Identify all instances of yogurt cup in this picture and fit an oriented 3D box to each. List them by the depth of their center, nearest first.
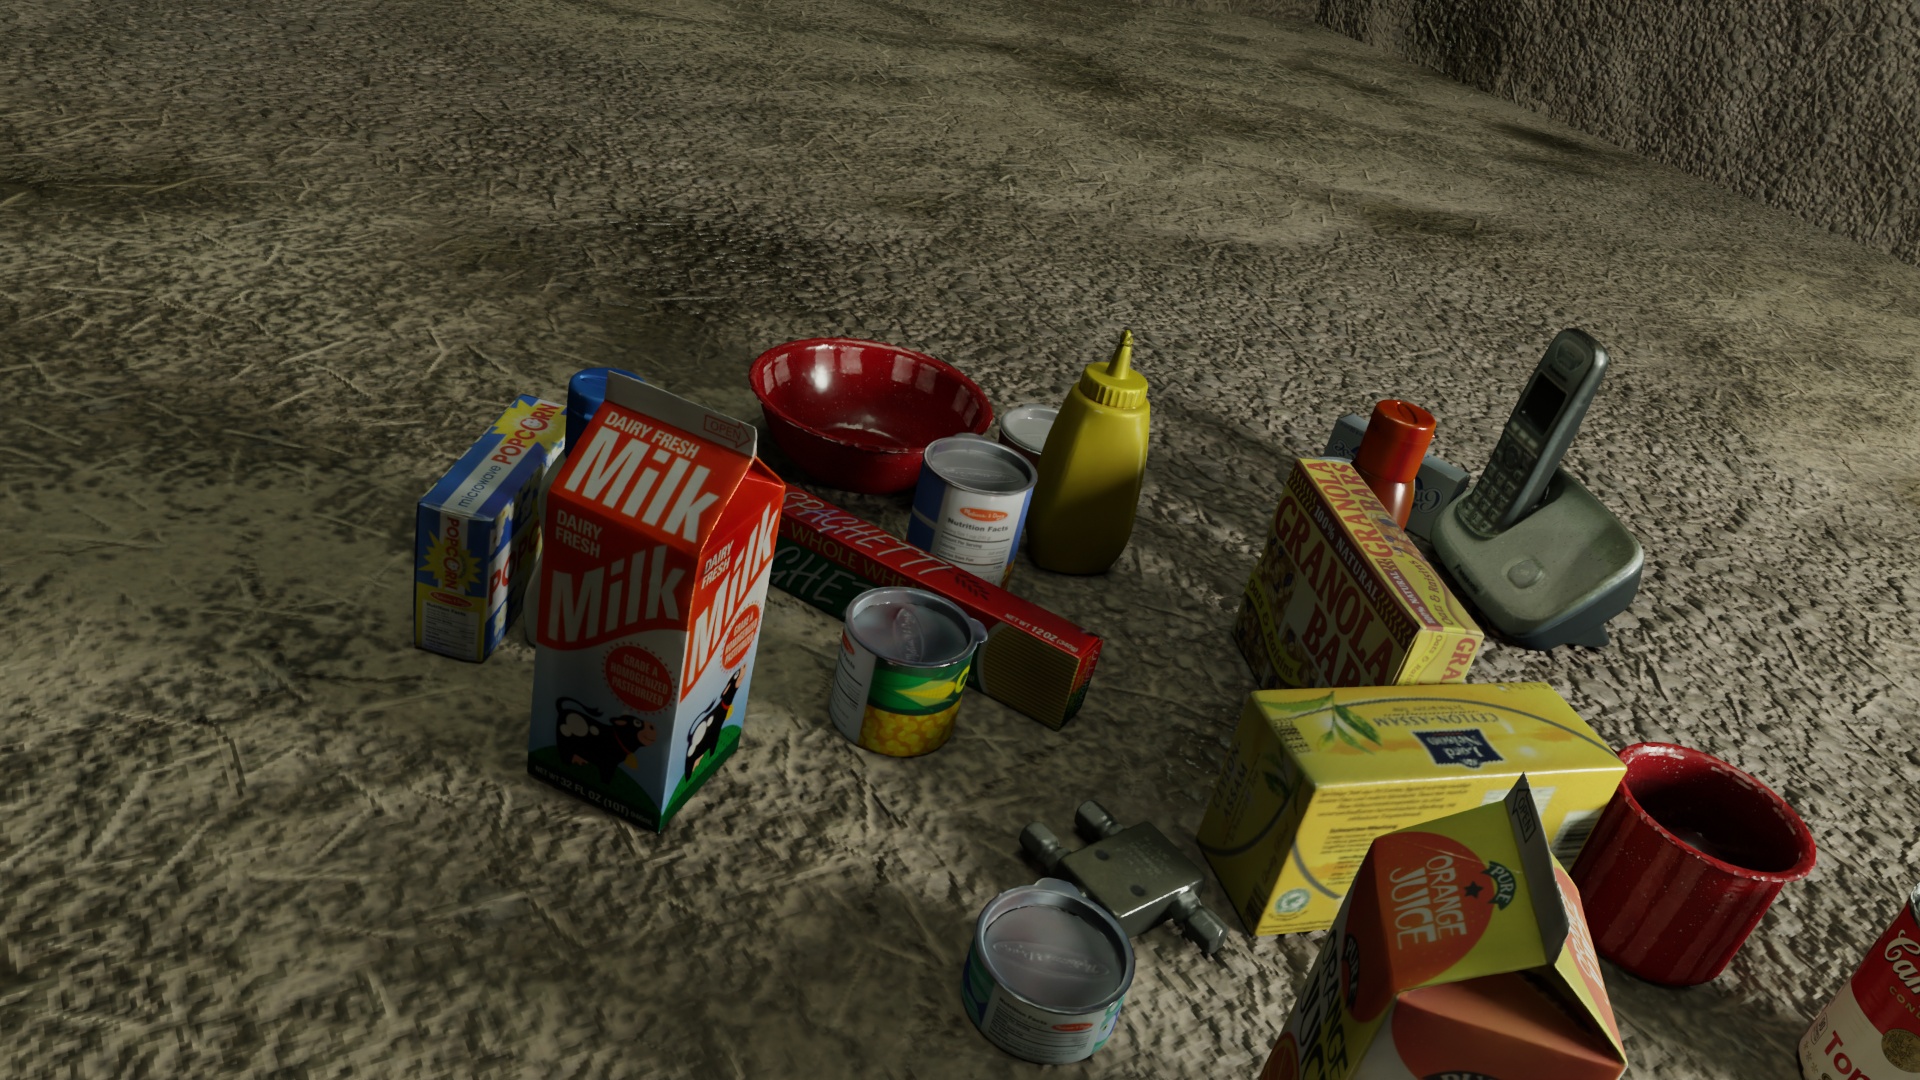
[{"bbox_3d":[0.054,-0.051,0.925,0.072,0.053,0.073,10,30,-6],"label":"yogurt cup"}]

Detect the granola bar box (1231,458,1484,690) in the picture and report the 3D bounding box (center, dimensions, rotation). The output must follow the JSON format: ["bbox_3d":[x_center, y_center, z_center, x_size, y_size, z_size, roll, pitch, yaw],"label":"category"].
[{"bbox_3d":[0.206,0.049,0.751,0.039,0.123,0.166,5,31,-14],"label":"granola bar box"}]

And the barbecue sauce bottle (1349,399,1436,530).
[{"bbox_3d":[0.246,-0.013,0.846,0.044,0.147,0.065,10,30,-6],"label":"barbecue sauce bottle"}]

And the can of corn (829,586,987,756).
[{"bbox_3d":[-0.027,0.066,0.695,0.071,0.058,0.071,10,30,-6],"label":"can of corn"}]

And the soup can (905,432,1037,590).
[{"bbox_3d":[0.003,-0.010,0.808,0.071,0.083,0.072,10,30,-6],"label":"soup can"}]

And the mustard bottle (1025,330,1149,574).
[{"bbox_3d":[0.083,-0.056,0.840,0.065,0.159,0.049,4,31,-16],"label":"mustard bottle"}]

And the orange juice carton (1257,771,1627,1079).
[{"bbox_3d":[0.155,0.171,0.462,0.073,0.191,0.072,16,30,3],"label":"orange juice carton"}]

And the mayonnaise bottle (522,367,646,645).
[{"bbox_3d":[-0.175,-0.010,0.672,0.065,0.147,0.041,13,30,-2],"label":"mayonnaise bottle"}]

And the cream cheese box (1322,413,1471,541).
[{"bbox_3d":[0.318,-0.047,1.027,0.104,0.053,0.024,35,36,32],"label":"cream cheese box"}]

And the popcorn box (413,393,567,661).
[{"bbox_3d":[-0.234,-0.009,0.709,0.038,0.084,0.127,13,30,0],"label":"popcorn box"}]

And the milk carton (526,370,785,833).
[{"bbox_3d":[-0.130,0.023,0.594,0.072,0.189,0.074,21,31,13],"label":"milk carton"}]

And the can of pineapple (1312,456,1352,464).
[{"bbox_3d":[0.260,-0.016,0.947,0.071,0.057,0.071,10,30,-6],"label":"can of pineapple"}]

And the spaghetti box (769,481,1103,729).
[{"bbox_3d":[-0.042,0.025,0.764,0.250,0.050,0.029,26,32,19],"label":"spaghetti box"}]

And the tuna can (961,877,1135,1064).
[{"bbox_3d":[0.035,0.174,0.565,0.071,0.032,0.071,10,30,-6],"label":"tuna can"}]
